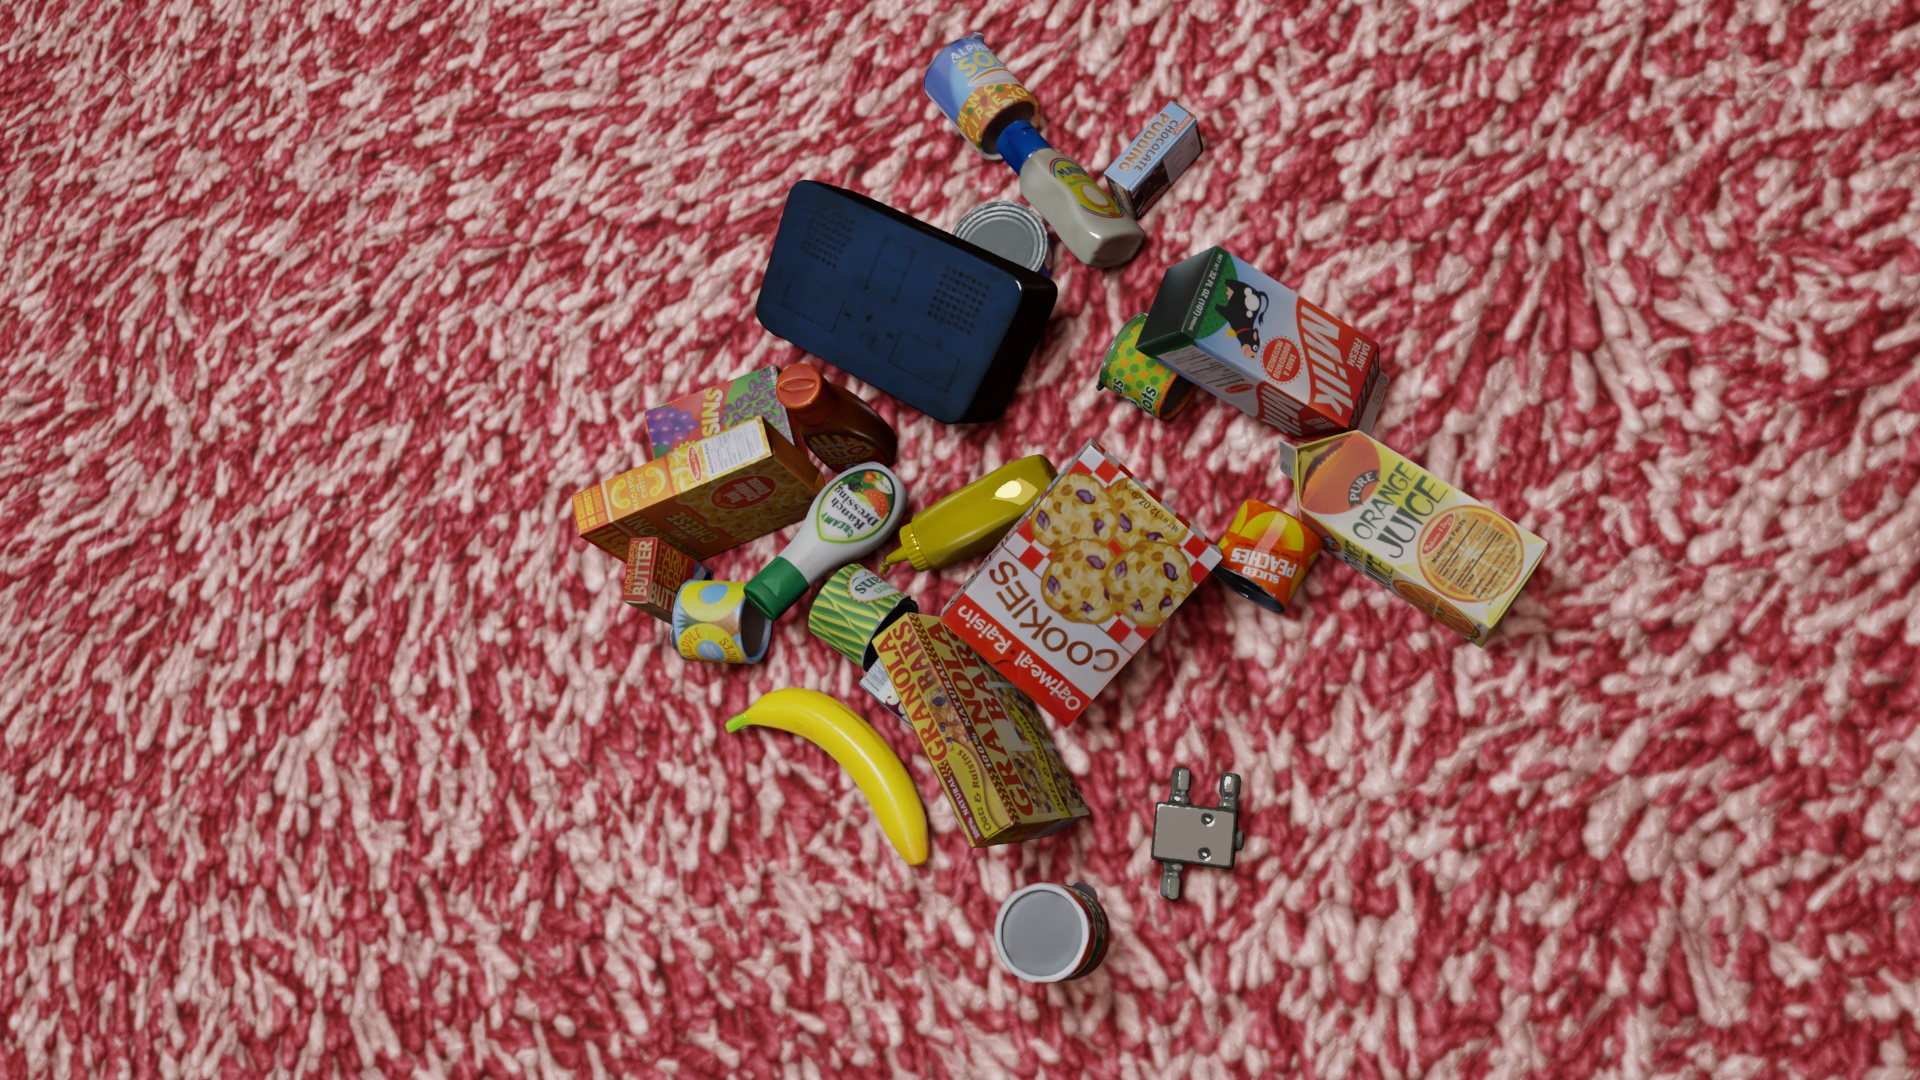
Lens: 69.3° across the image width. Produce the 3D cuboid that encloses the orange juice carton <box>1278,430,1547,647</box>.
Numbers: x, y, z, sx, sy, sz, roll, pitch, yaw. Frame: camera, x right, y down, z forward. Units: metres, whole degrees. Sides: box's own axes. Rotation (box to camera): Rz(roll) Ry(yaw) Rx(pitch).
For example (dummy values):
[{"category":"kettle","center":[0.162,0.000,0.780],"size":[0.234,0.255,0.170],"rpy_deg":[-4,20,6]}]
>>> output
[{"category":"orange juice carton","center":[0.308,-0.012,0.988],"size":[0.193,0.071,0.073],"rpy_deg":[35,86,21]}]

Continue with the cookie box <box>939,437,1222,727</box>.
[{"category":"cookie box","center":[0.084,0.031,0.990],"size":[0.123,0.040,0.167],"rpy_deg":[40,102,-2]}]

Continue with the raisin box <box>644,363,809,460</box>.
[{"category":"raisin box","center":[-0.196,-0.086,1.168],"size":[0.123,0.040,0.086],"rpy_deg":[-19,71,8]}]

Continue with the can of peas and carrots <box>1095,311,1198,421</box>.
[{"category":"can of peas and carrots","center":[0.148,-0.132,1.071],"size":[0.059,0.071,0.071],"rpy_deg":[34,86,21]}]

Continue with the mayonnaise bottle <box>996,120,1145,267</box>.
[{"category":"mayonnaise bottle","center":[0.085,-0.285,1.138],"size":[0.148,0.065,0.041],"rpy_deg":[53,136,23]}]

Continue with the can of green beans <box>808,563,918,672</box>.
[{"category":"can of green beans","center":[-0.075,0.060,1.076],"size":[0.058,0.071,0.071],"rpy_deg":[33,85,22]}]

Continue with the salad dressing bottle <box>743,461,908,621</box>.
[{"category":"salad dressing bottle","center":[-0.106,0.001,1.090],"size":[0.064,0.043,0.148],"rpy_deg":[42,69,8]}]

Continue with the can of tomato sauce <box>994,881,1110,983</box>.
[{"category":"can of tomato sauce","center":[0.066,0.271,0.964],"size":[0.071,0.083,0.071],"rpy_deg":[-4,74,15]}]

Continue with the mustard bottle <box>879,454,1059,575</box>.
[{"category":"mustard bottle","center":[0.004,-0.014,1.078],"size":[0.160,0.065,0.049],"rpy_deg":[-26,73,11]}]

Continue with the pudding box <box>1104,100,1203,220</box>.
[{"category":"pudding box","center":[0.158,-0.309,1.129],"size":[0.030,0.049,0.084],"rpy_deg":[42,88,23]}]

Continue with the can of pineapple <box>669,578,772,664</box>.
[{"category":"can of pineapple","center":[-0.189,0.066,1.104],"size":[0.058,0.071,0.071],"rpy_deg":[1,75,16]}]

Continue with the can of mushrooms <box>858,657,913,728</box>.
[{"category":"can of mushrooms","center":[-0.040,0.117,1.051],"size":[0.071,0.071,0.033],"rpy_deg":[36,86,22]}]

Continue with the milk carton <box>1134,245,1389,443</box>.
[{"category":"milk carton","center":[0.232,-0.133,1.017],"size":[0.190,0.073,0.072],"rpy_deg":[27,78,-18]}]

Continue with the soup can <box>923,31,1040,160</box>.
[{"category":"soup can","center":[0.020,-0.376,1.177],"size":[0.071,0.071,0.084],"rpy_deg":[-38,69,2]}]

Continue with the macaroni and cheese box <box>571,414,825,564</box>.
[{"category":"macaroni and cheese box","center":[-0.204,-0.032,1.108],"size":[0.166,0.123,0.040],"rpy_deg":[-21,67,9]}]

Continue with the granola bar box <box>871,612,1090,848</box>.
[{"category":"granola bar box","center":[0.015,0.135,0.995],"size":[0.039,0.124,0.166],"rpy_deg":[-37,67,21]}]

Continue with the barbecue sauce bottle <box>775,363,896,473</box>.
[{"category":"barbecue sauce bottle","center":[-0.100,-0.094,1.084],"size":[0.065,0.148,0.044],"rpy_deg":[-5,73,14]}]

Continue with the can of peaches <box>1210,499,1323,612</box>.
[{"category":"can of peaches","center":[0.221,0.010,1.006],"size":[0.071,0.071,0.058],"rpy_deg":[31,83,21]}]

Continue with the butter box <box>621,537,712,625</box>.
[{"category":"butter box","center":[-0.232,0.036,1.106],"size":[0.024,0.103,0.053],"rpy_deg":[1,74,16]}]
